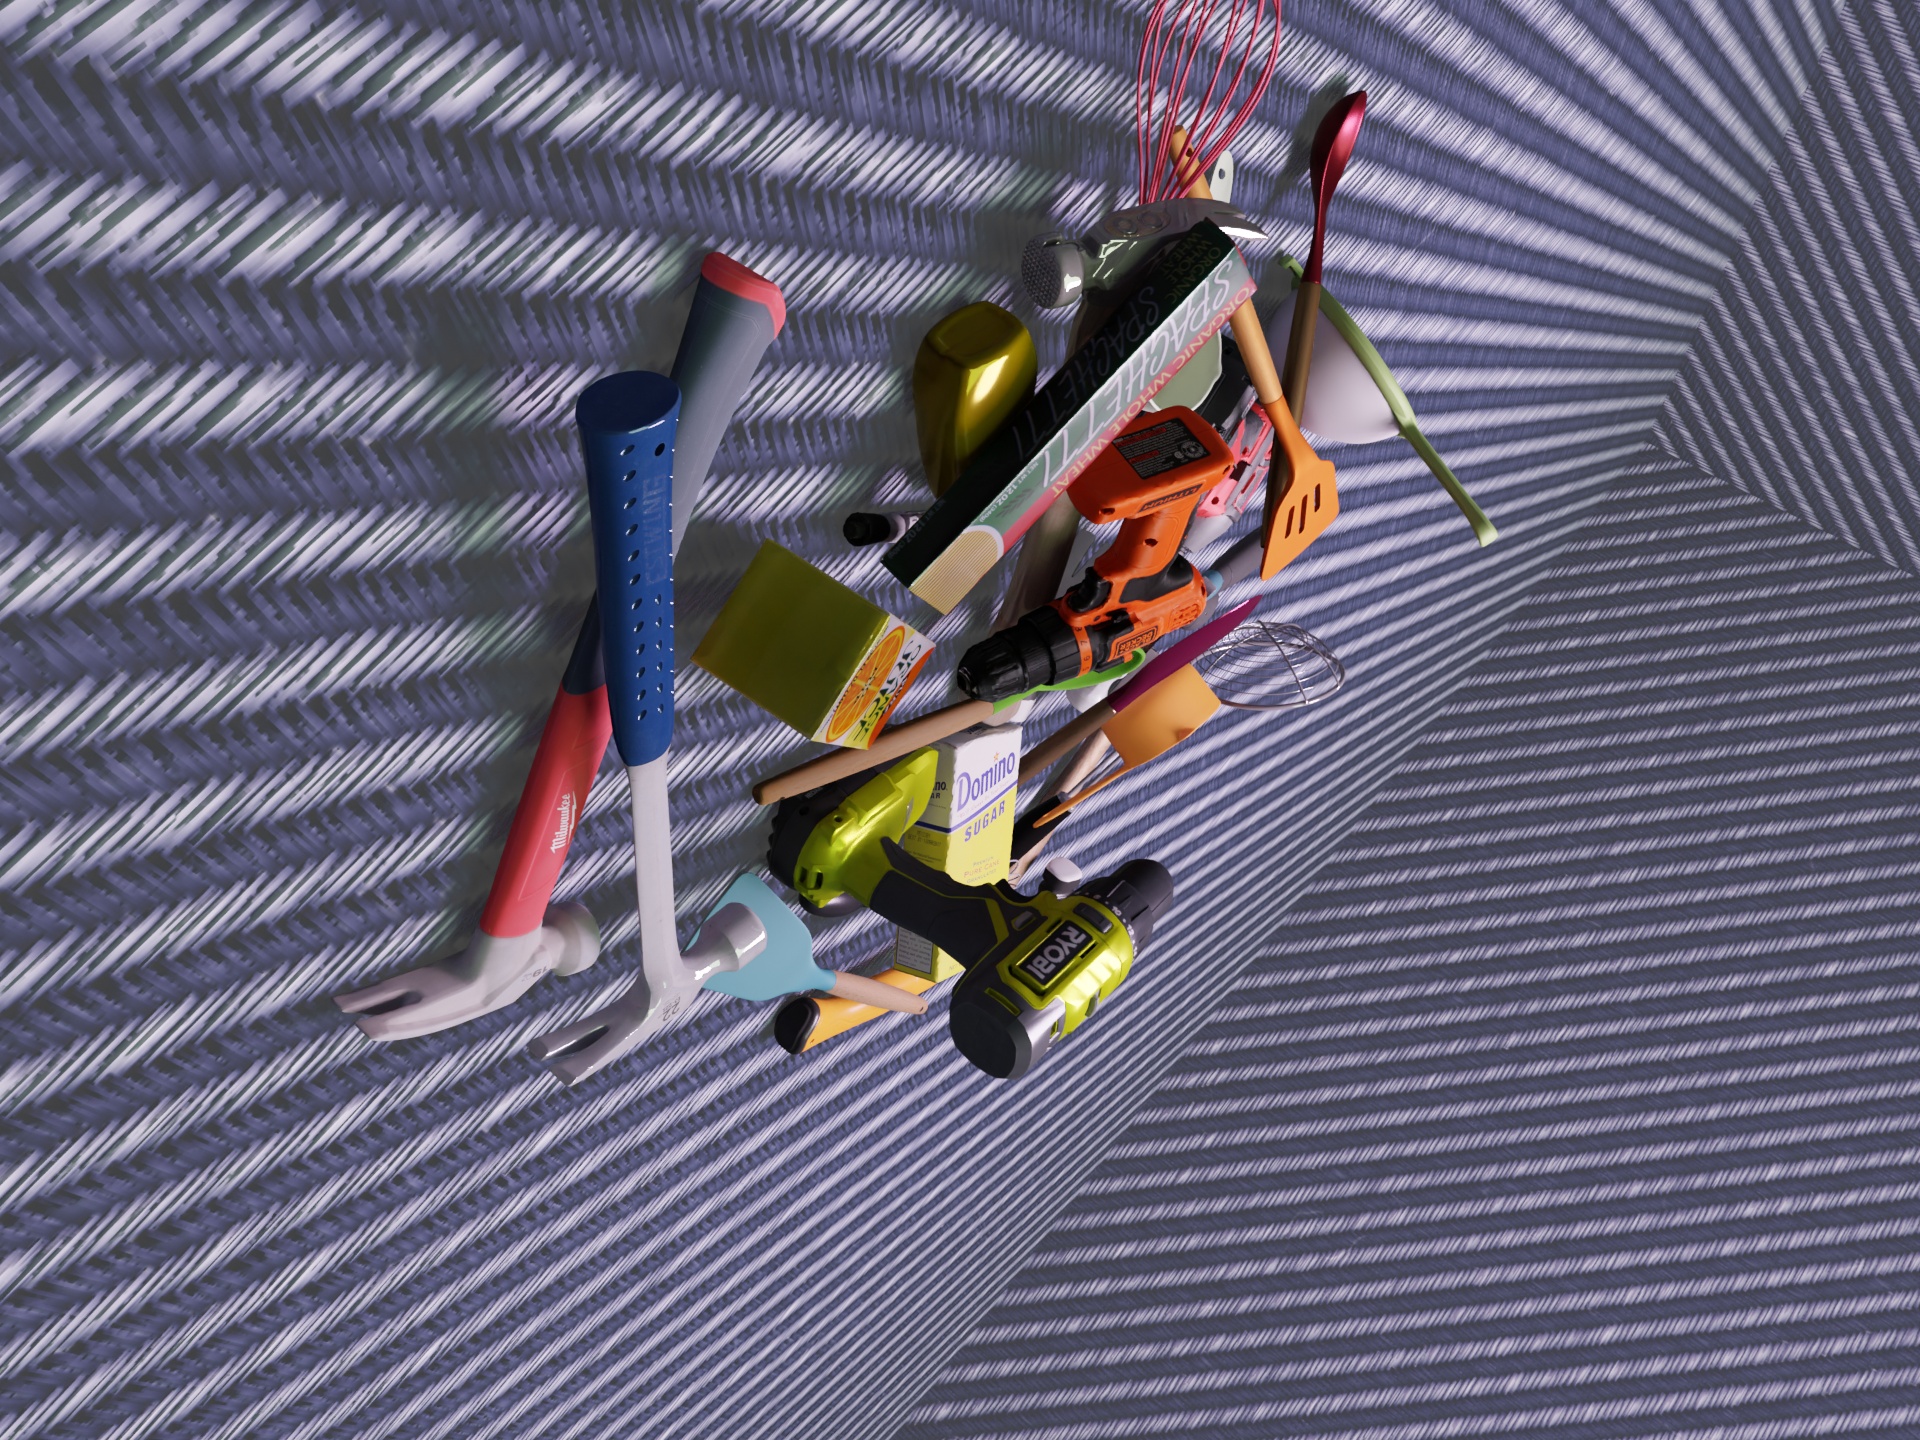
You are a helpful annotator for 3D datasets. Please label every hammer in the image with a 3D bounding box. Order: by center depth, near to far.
[{"bbox_3d":[-0.172,-0.023,0.713,0.143,0.038,0.386,-16,136,-57],"label":"hammer"},{"bbox_3d":[-0.147,0.024,0.728,0.144,0.035,0.405,-37,151,-34],"label":"hammer"},{"bbox_3d":[0.069,-0.138,0.995,0.146,0.038,0.410,-20,149,-26],"label":"hammer"},{"bbox_3d":[0.204,-0.113,1.269,0.331,0.033,0.128,-36,168,-47],"label":"hammer"},{"bbox_3d":[0.138,-0.088,1.281,0.334,0.035,0.146,-16,136,-59],"label":"hammer"},{"bbox_3d":[-0.025,0.208,1.312,0.337,0.034,0.127,-17,136,-48],"label":"hammer"},{"bbox_3d":[0.082,0.075,1.405,0.331,0.031,0.130,-55,159,0],"label":"hammer"}]

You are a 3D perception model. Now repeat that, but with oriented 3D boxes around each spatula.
[{"bbox_3d":[0.183,-0.227,1.011,0.081,0.041,0.322,-41,126,-16],"label":"spatula"},{"bbox_3d":[-0.092,0.180,1.133,0.082,0.044,0.317,-55,154,-2],"label":"spatula"}]

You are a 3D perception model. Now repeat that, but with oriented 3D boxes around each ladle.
[{"bbox_3d":[0.238,-0.275,1.097,0.069,0.031,0.315,-1,101,-71],"label":"ladle"}]

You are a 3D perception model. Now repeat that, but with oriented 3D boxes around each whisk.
[{"bbox_3d":[0.112,-0.295,0.895,0.073,0.073,0.295,-39,159,-37],"label":"whisk"},{"bbox_3d":[-0.037,0.128,1.202,0.284,0.070,0.070,5,117,-60],"label":"whisk"}]

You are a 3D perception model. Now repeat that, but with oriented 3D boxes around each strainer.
[{"bbox_3d":[0.299,-0.217,1.185,0.069,0.257,0.151,-35,157,12],"label":"strainer"}]

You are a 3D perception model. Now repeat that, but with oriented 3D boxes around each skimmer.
[{"bbox_3d":[0.152,0.045,1.322,0.363,0.090,0.127,-42,-156,12],"label":"skimmer"}]

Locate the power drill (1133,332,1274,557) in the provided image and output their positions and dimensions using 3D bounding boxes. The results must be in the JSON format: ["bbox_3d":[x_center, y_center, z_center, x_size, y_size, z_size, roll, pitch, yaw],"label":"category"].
[{"bbox_3d":[0.172,-0.193,1.152,0.143,0.079,0.219,-58,162,6],"label":"power drill"}]

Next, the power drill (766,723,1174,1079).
[{"bbox_3d":[0.010,0.102,1.014,0.190,0.229,0.080,-36,151,-41],"label":"power drill"}]

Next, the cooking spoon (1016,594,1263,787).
[{"bbox_3d":[0.092,0.003,1.168,0.319,0.017,0.068,-37,172,22],"label":"cooking spoon"}]

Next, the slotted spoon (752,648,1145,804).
[{"bbox_3d":[-0.002,-0.003,1.038,0.313,0.031,0.070,-22,168,-34],"label":"slotted spoon"}]

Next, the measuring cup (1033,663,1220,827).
[{"bbox_3d":[0.115,0.015,1.220,0.173,0.052,0.095,-34,-176,-4],"label":"measuring cup"}]

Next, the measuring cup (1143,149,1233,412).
[{"bbox_3d":[0.138,-0.278,1.011,0.083,0.038,0.167,8,97,-44],"label":"measuring cup"}]
